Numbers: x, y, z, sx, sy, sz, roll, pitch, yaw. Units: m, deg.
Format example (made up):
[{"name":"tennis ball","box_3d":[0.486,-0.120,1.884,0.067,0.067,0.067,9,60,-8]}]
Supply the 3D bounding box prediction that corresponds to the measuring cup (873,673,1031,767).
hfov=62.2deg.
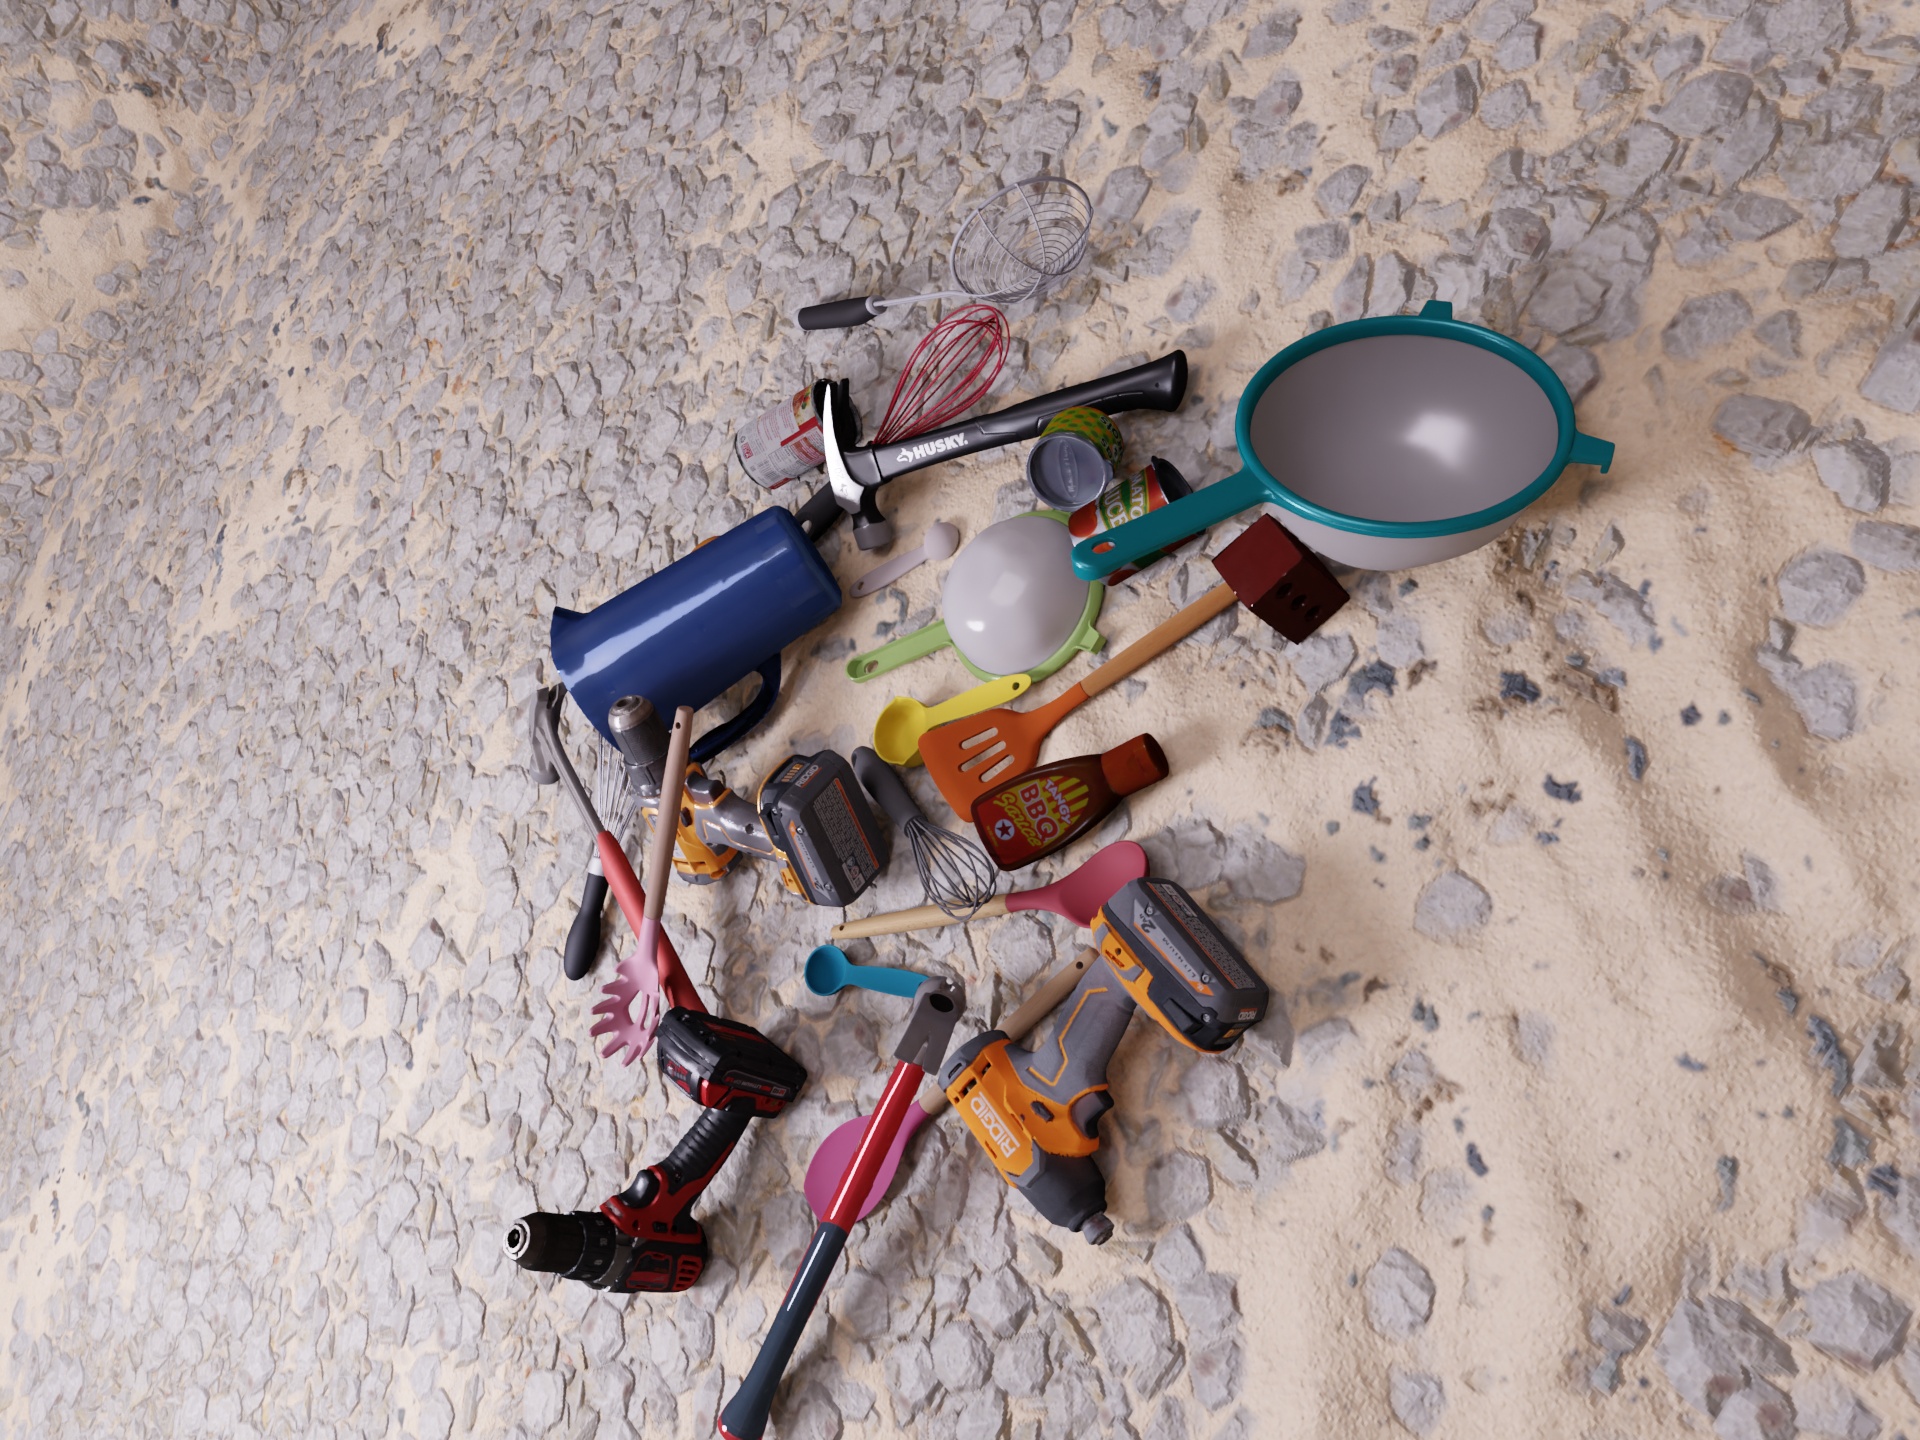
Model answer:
[{"name":"measuring cup","box_3d":[-0.002,-0.004,1.292,0.156,0.029,0.062,-21,62,29]}]

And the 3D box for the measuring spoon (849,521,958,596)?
[{"name":"measuring spoon","box_3d":[-0.054,-0.138,1.386,0.124,0.018,0.034,-26,59,30]}]

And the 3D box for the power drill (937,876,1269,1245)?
[{"name":"power drill","box_3d":[0.101,0.236,1.084,0.226,0.084,0.164,-50,59,19]}]

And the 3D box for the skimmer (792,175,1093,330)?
[{"name":"skimmer","box_3d":[-0.035,-0.407,1.421,0.363,0.127,0.090,7,95,49]}]

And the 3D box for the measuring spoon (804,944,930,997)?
[{"name":"measuring spoon","box_3d":[-0.068,0.208,1.278,0.129,0.021,0.042,4,76,30]}]

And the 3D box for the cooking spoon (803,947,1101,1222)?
[{"name":"cooking spoon","box_3d":[-0.008,0.276,1.200,0.319,0.017,0.069,-45,60,18]}]

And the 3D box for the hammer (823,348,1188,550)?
[{"name":"hammer","box_3d":[0.032,-0.247,1.315,0.335,0.035,0.146,-11,104,30]}]

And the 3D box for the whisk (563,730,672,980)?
[{"name":"whisk","box_3d":[-0.329,0.106,1.499,0.070,0.070,0.284,11,86,41]}]

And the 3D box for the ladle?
[{"name":"ladle","box_3d":[0.017,0.144,1.221,0.315,0.031,0.069,-15,47,37]}]

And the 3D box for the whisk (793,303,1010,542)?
[{"name":"whisk","box_3d":[-0.061,-0.254,1.411,0.295,0.073,0.073,-43,52,26]}]

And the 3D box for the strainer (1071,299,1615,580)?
[{"name":"strainer","box_3d":[0.231,-0.142,1.041,0.340,0.095,0.211,-24,51,-8]}]

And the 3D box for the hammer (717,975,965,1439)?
[{"name":"hammer","box_3d":[-0.094,0.376,1.159,0.038,0.143,0.386,25,101,2]}]

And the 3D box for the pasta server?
[{"name":"pasta server","box_3d":[-0.251,0.137,1.295,0.060,0.040,0.316,20,111,20]}]

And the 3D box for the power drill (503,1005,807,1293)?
[{"name":"power drill","box_3d":[-0.241,0.346,1.255,0.080,0.187,0.227,27,88,41]}]

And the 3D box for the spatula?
[{"name":"spatula","box_3d":[0.111,-0.036,1.201,0.322,0.041,0.081,-35,79,22]}]

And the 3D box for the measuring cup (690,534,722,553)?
[{"name":"measuring cup","box_3d":[-0.242,-0.093,1.498,0.095,0.052,0.173,24,88,41]}]

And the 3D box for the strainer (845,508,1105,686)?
[{"name":"strainer","box_3d":[-0.007,-0.090,1.296,0.256,0.069,0.152,-22,61,30]}]

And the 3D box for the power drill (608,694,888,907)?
[{"name":"power drill","box_3d":[-0.187,0.063,1.320,0.226,0.185,0.084,5,40,38]}]

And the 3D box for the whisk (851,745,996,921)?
[{"name":"whisk","box_3d":[-0.036,0.081,1.260,0.055,0.055,0.239,-55,38,10]}]

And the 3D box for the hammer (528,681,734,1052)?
[{"name":"hammer","box_3d":[-0.291,0.141,1.388,0.359,0.036,0.149,58,151,19]}]
